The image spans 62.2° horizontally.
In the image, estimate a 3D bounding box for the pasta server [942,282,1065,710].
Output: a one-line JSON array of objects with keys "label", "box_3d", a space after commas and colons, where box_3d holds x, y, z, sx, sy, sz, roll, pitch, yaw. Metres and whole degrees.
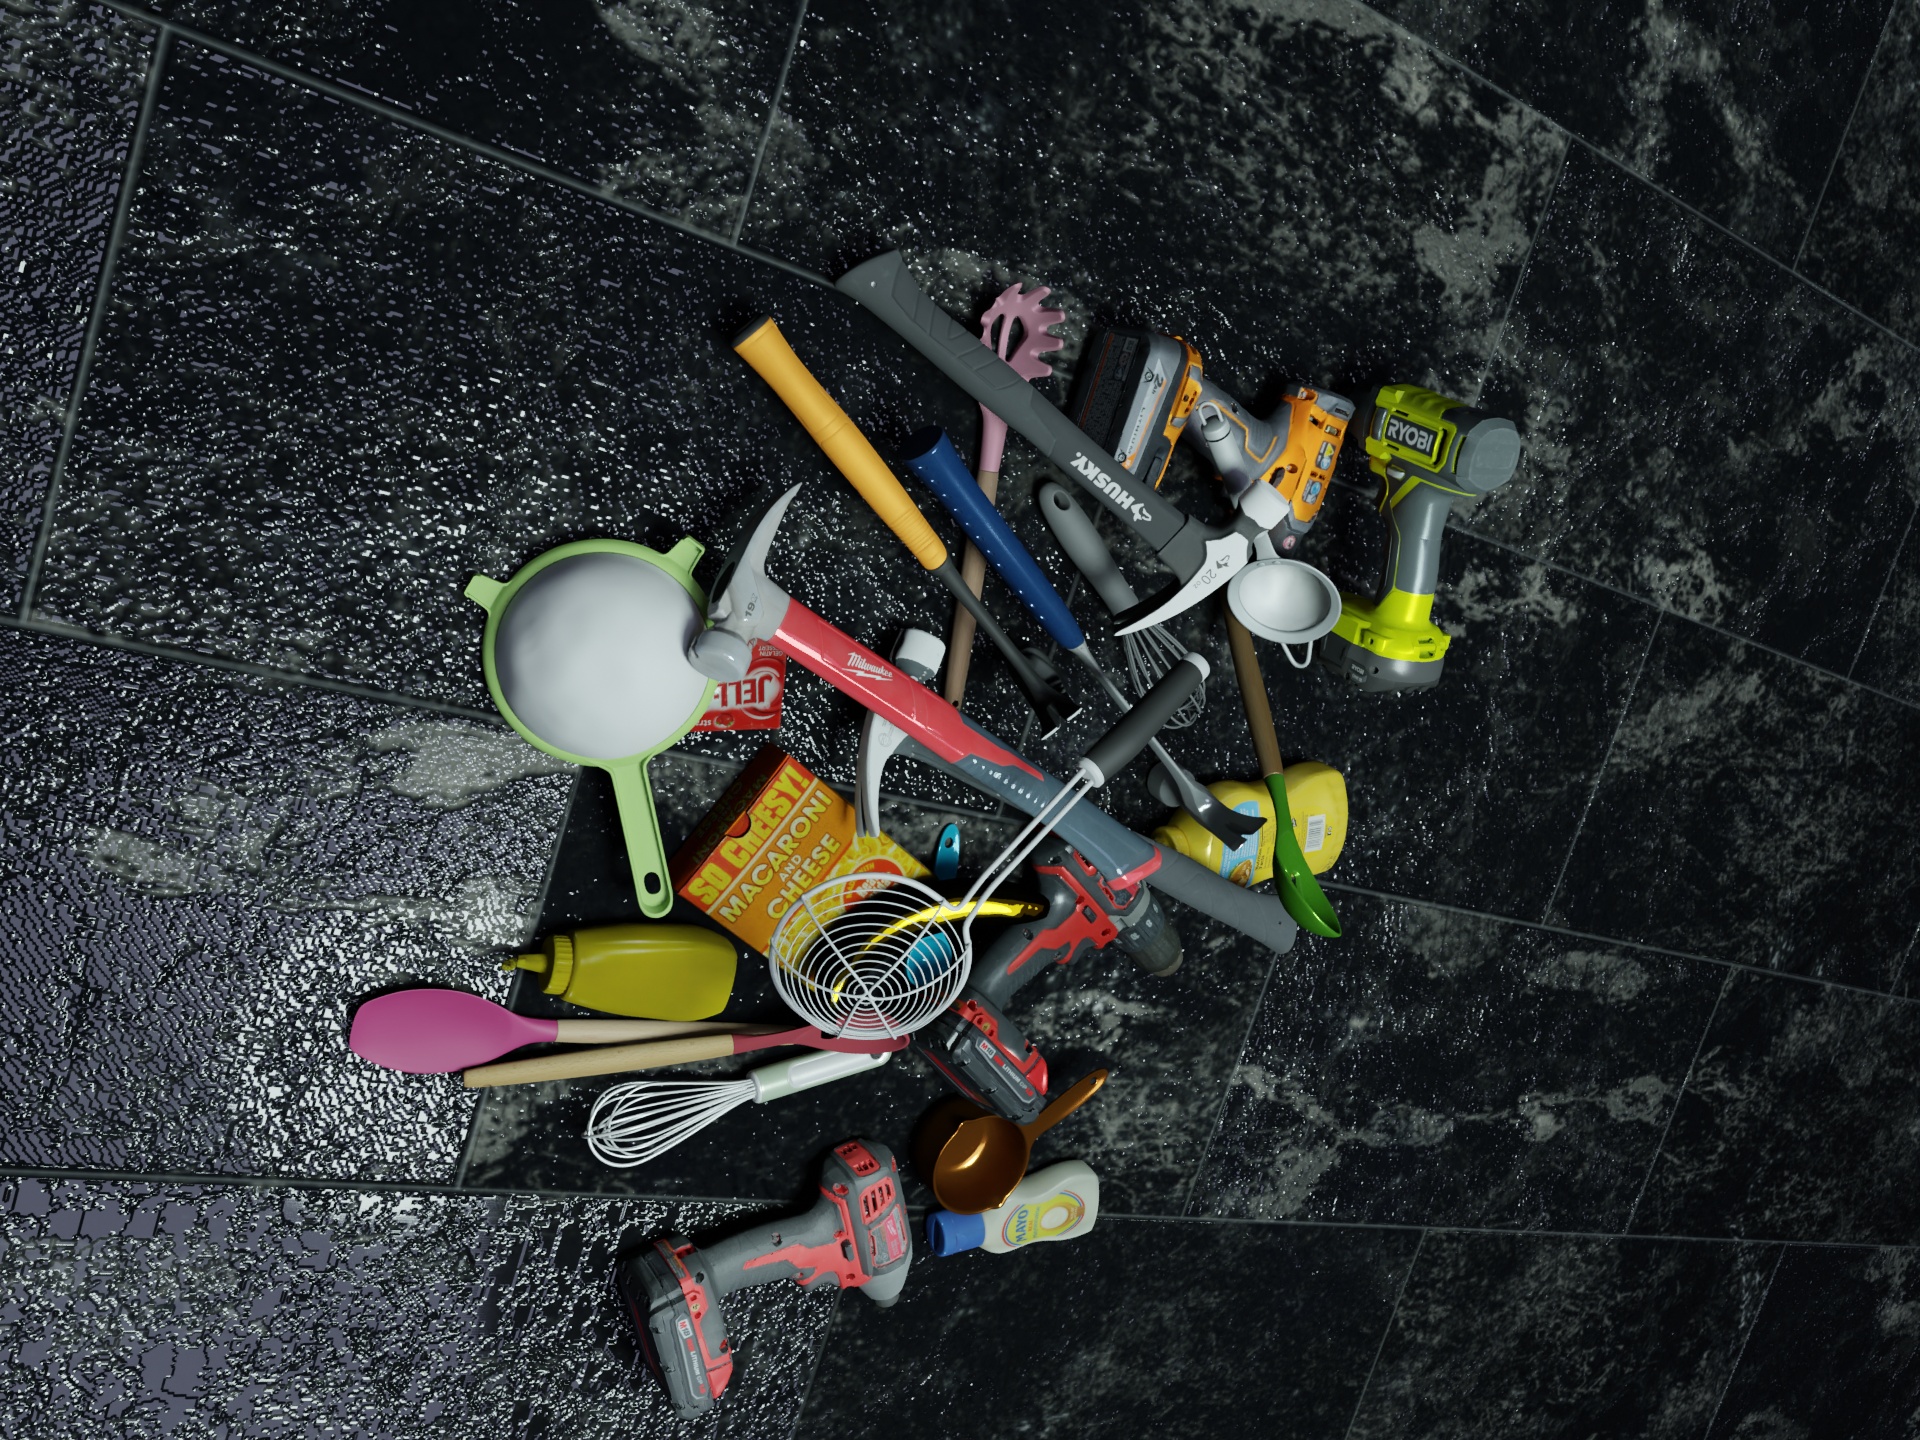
[{"label": "pasta server", "box_3d": [0.018, -0.150, 1.135, 0.060, 0.040, 0.316, 3, 105, -23]}]

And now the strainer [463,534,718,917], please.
[{"label": "strainer", "box_3d": [-0.216, 0.015, 1.012, 0.151, 0.069, 0.256, -11, 106, -10]}]

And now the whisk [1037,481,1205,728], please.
[{"label": "whisk", "box_3d": [0.123, -0.085, 1.213, 0.055, 0.055, 0.238, -42, 117, -11]}]

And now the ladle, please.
[{"label": "ladle", "box_3d": [-0.188, 0.234, 1.125, 0.315, 0.031, 0.069, -3, 150, -22]}]

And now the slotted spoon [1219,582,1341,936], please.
[{"label": "slotted spoon", "box_3d": [0.230, 0.023, 1.189, 0.031, 0.314, 0.070, -27, 142, 27]}]

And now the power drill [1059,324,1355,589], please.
[{"label": "power drill", "box_3d": [0.186, -0.192, 1.192, 0.226, 0.084, 0.164, 11, 102, -35]}]

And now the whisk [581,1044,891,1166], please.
[{"label": "whisk", "box_3d": [-0.159, 0.271, 1.168, 0.246, 0.059, 0.058, -11, 86, -31]}]

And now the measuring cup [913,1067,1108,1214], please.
[{"label": "measuring cup", "box_3d": [0.040, 0.324, 1.292, 0.173, 0.052, 0.095, -32, 118, -19]}]

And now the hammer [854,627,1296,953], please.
[{"label": "hammer", "box_3d": [0.098, 0.087, 1.188, 0.408, 0.036, 0.149, 28, 74, -24]}]

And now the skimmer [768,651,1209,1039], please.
[{"label": "skimmer", "box_3d": [0.030, 0.070, 1.064, 0.363, 0.090, 0.127, -44, 119, -25]}]

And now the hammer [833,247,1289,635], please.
[{"label": "hammer", "box_3d": [0.052, -0.196, 1.079, 0.334, 0.035, 0.146, 38, 114, -13]}]

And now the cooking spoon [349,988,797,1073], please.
[{"label": "cooking spoon", "box_3d": [-0.258, 0.217, 1.109, 0.318, 0.017, 0.068, 8, 114, -31]}]

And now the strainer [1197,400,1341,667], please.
[{"label": "strainer", "box_3d": [0.221, -0.139, 1.168, 0.258, 0.087, 0.050, 56, 41, -43]}]

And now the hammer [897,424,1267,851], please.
[{"label": "hammer", "box_3d": [0.090, -0.050, 1.144, 0.035, 0.144, 0.405, -43, 121, -4]}]

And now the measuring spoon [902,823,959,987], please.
[{"label": "measuring spoon", "box_3d": [-0.022, 0.141, 1.223, 0.042, 0.021, 0.128, 9, 92, -37]}]

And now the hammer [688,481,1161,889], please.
[{"label": "hammer", "box_3d": [-0.002, -0.003, 1.091, 0.386, 0.038, 0.143, 34, 59, -26]}]

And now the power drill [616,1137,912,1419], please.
[{"label": "power drill", "box_3d": [-0.137, 0.425, 1.213, 0.219, 0.079, 0.143, -21, 115, -25]}]

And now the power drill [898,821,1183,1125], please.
[{"label": "power drill", "box_3d": [0.076, 0.200, 1.244, 0.227, 0.080, 0.187, -52, 123, -20]}]

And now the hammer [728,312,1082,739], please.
[{"label": "hammer", "box_3d": [-0.035, -0.129, 1.060, 0.034, 0.127, 0.336, -38, 110, 6]}]

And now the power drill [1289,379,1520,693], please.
[{"label": "power drill", "box_3d": [0.335, -0.148, 1.247, 0.080, 0.171, 0.223, -4, 116, -28]}]
